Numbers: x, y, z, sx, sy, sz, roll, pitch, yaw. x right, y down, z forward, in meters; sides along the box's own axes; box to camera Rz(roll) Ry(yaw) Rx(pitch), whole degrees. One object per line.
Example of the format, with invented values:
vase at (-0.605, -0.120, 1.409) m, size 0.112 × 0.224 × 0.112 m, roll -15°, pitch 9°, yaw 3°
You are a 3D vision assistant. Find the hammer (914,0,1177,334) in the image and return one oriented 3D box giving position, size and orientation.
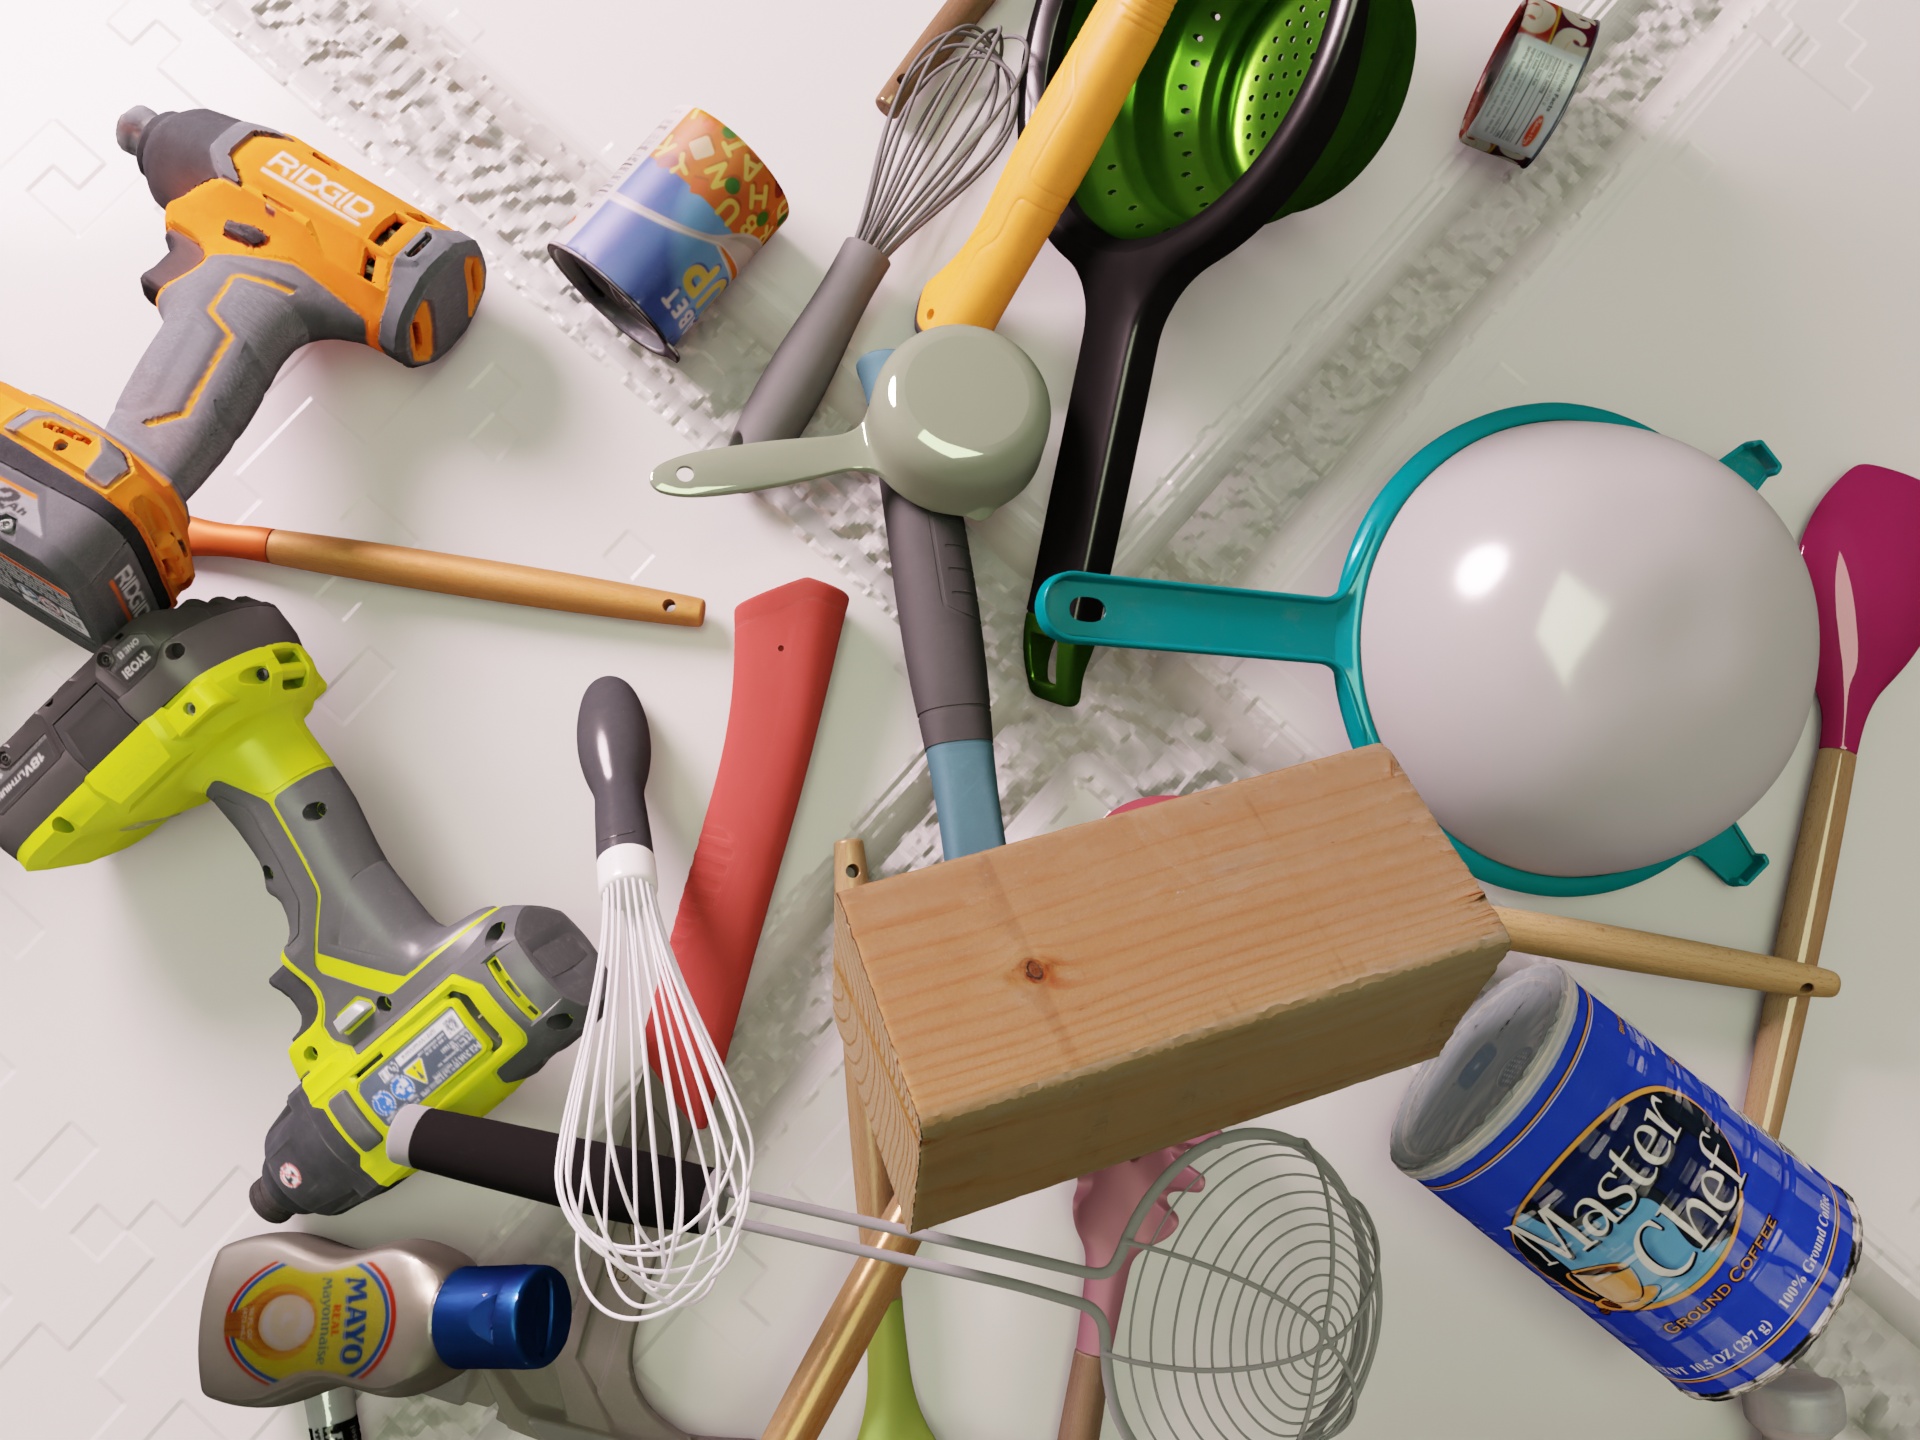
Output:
hammer at (0.075, -0.278, 0.612) m, size 0.034 × 0.336 × 0.127 m, roll 9°, pitch 39°, yaw -35°

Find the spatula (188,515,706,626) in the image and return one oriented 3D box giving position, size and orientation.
spatula at (-0.269, -0.071, 0.672) m, size 0.322 × 0.041 × 0.081 m, roll 9°, pitch 81°, yaw -2°

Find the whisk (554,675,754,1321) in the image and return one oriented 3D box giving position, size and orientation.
whisk at (-0.119, 0.082, 0.586) m, size 0.070 × 0.070 × 0.285 m, roll -13°, pitch 47°, yaw -4°

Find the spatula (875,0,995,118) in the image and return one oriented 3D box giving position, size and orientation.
spatula at (0.060, -0.400, 0.739) m, size 0.060 × 0.018 × 0.316 m, roll 36°, pitch 82°, yaw 2°

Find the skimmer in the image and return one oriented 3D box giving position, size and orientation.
skimmer at (-0.026, 0.188, 0.586) m, size 0.363 × 0.090 × 0.127 m, roll 10°, pitch 81°, yaw 8°

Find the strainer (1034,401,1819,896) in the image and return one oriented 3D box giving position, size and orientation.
strainer at (0.204, -0.036, 0.625) m, size 0.340 × 0.095 × 0.211 m, roll 4°, pitch 87°, yaw -13°

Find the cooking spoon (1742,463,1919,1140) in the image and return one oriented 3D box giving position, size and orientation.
cooking spoon at (0.377, 0.039, 0.691) m, size 0.068 × 0.017 × 0.319 m, roll 17°, pitch 82°, yaw -2°

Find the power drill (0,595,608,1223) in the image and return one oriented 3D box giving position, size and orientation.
power drill at (-0.268, 0.078, 0.626) m, size 0.171 × 0.080 × 0.223 m, roll -40°, pitch 88°, yaw 12°

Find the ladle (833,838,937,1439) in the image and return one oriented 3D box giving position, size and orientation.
ladle at (-0.031, 0.205, 0.636) m, size 0.078 × 0.062 × 0.320 m, roll -3°, pitch 80°, yaw -14°

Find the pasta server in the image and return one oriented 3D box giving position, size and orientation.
pasta server at (0.050, 0.283, 0.637) m, size 0.060 × 0.040 × 0.316 m, roll 12°, pitch 83°, yaw -10°

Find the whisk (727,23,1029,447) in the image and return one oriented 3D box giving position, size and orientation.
whisk at (-0.039, -0.203, 0.696) m, size 0.055 × 0.055 × 0.239 m, roll 29°, pitch 87°, yaw 2°

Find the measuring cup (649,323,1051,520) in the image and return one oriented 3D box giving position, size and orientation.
measuring cup at (-0.042, -0.117, 0.642) m, size 0.167 × 0.038 × 0.083 m, roll -12°, pitch 74°, yaw -15°

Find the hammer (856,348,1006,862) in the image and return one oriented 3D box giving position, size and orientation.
hammer at (-0.001, -0.002, 0.649) m, size 0.128 × 0.033 × 0.331 m, roll -6°, pitch 73°, yaw -10°

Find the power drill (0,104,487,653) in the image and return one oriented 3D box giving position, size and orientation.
power drill at (-0.324, -0.154, 0.638) m, size 0.164 × 0.084 × 0.227 m, roll 31°, pitch 61°, yaw 3°

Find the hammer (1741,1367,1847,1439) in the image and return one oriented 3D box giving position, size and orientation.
hammer at (0.171, 0.341, 0.602) m, size 0.386 × 0.038 × 0.143 m, roll -1°, pitch 83°, yaw -12°

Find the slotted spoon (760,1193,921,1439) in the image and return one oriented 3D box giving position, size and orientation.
slotted spoon at (-0.020, 0.195, 0.613) m, size 0.070 × 0.031 × 0.314 m, roll 31°, pitch 69°, yaw 2°

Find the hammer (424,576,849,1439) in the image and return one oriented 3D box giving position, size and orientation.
hammer at (-0.099, 0.117, 0.655) m, size 0.149 × 0.036 × 0.359 m, roll 15°, pitch 82°, yaw 0°

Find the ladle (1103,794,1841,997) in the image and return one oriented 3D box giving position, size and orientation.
ladle at (0.210, 0.084, 0.662) m, size 0.315 × 0.031 × 0.069 m, roll 10°, pitch 118°, yaw -1°

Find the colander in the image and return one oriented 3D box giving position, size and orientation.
colander at (0.104, -0.198, 0.675) m, size 0.094 × 0.205 × 0.397 m, roll 6°, pitch 99°, yaw -35°
